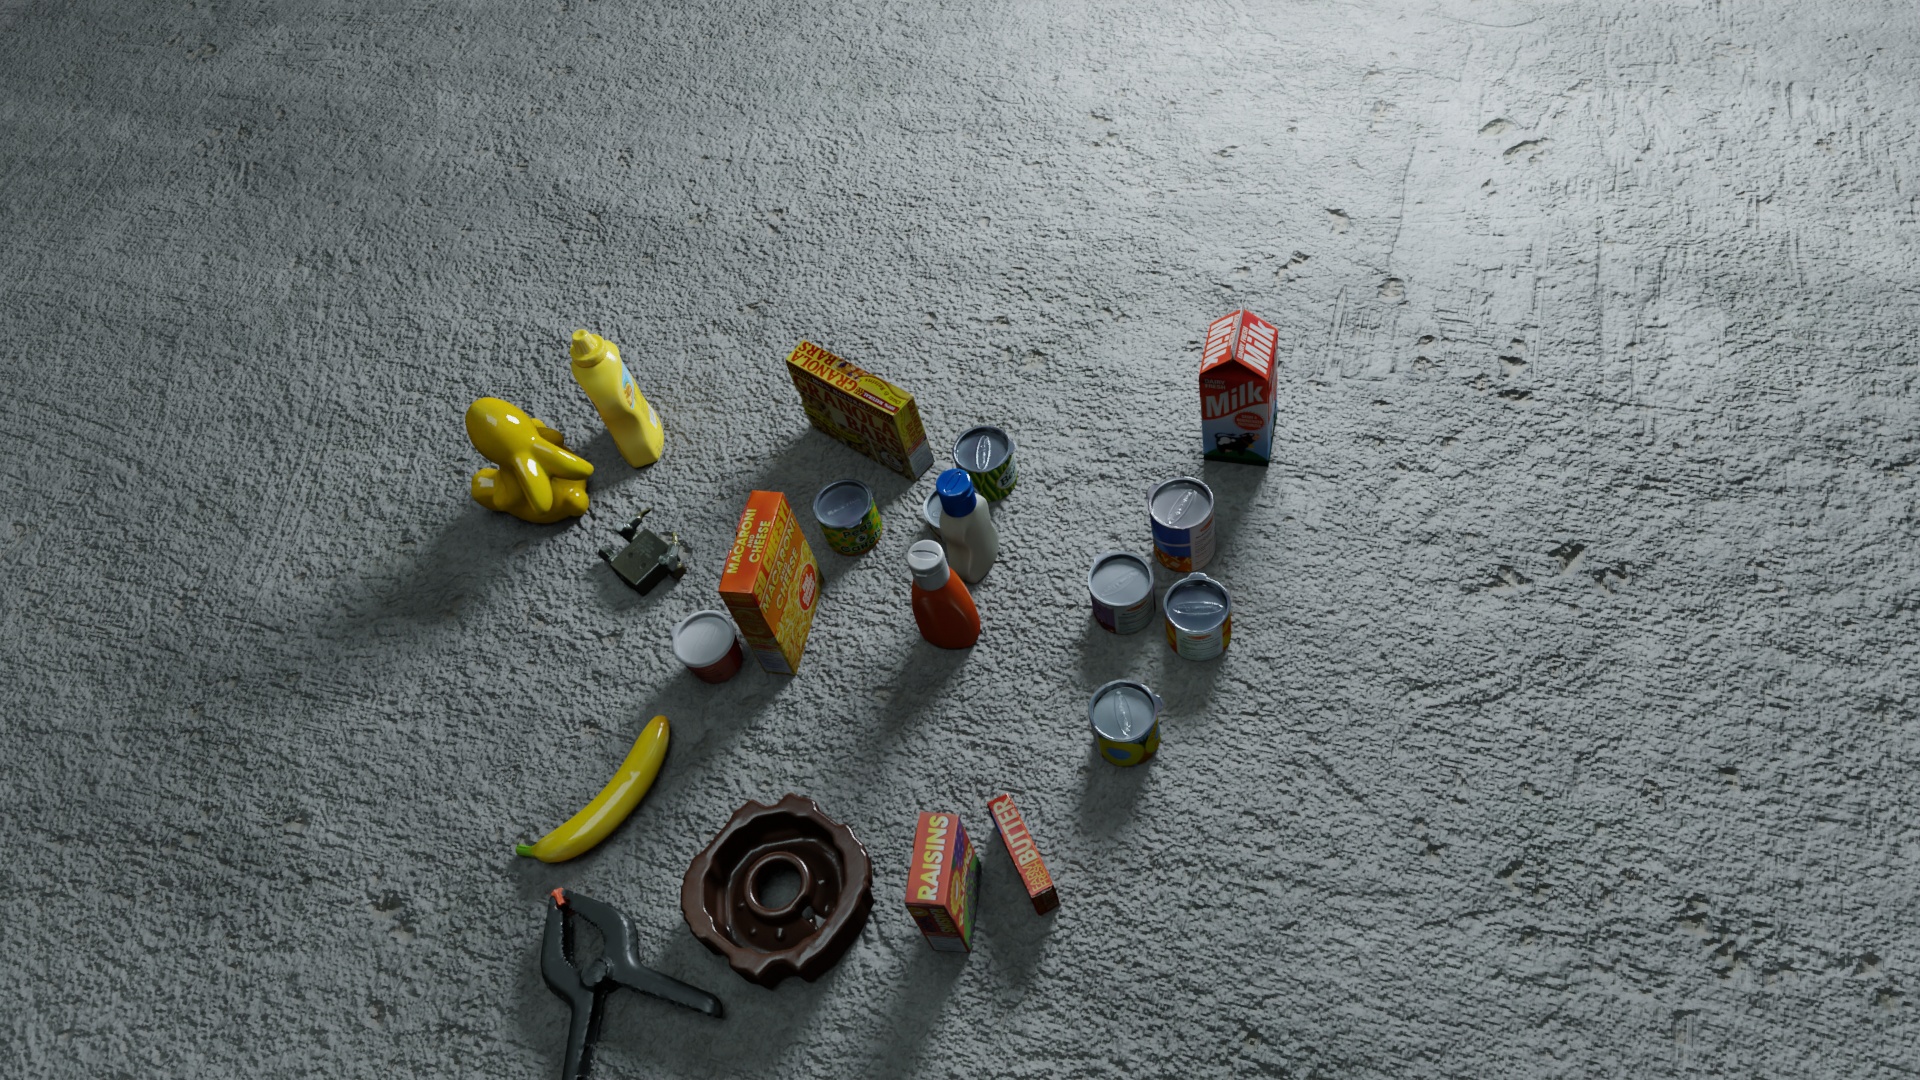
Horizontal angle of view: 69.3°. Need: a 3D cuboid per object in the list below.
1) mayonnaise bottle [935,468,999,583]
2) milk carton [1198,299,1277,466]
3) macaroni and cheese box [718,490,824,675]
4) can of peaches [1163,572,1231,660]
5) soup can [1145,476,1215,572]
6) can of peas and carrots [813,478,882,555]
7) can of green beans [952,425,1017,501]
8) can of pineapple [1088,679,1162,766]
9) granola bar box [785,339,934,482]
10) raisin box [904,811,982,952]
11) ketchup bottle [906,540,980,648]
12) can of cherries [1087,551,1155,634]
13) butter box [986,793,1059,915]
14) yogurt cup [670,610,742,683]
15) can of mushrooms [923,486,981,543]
[{"bbox_3d":[0.005,-0.018,1.451,0.041,0.147,0.065,20,62,24],"label":"mayonnaise bottle"},{"bbox_3d":[0.294,-0.164,1.465,0.073,0.189,0.073,7,58,17],"label":"milk carton"},{"bbox_3d":[-0.194,0.046,1.437,0.040,0.165,0.124,3,57,14],"label":"macaroni and cheese box"},{"bbox_3d":[0.238,0.077,1.390,0.071,0.057,0.071,-6,55,8],"label":"can of peaches"},{"bbox_3d":[0.228,-0.017,1.442,0.071,0.083,0.072,-6,55,8],"label":"soup can"},{"bbox_3d":[-0.123,-0.024,1.537,0.071,0.058,0.071,-6,55,8],"label":"can of peas and carrots"},{"bbox_3d":[0.028,-0.085,1.548,0.071,0.057,0.071,-6,55,8],"label":"can of green beans"},{"bbox_3d":[0.160,0.177,1.337,0.071,0.057,0.071,-6,55,8],"label":"can of pineapple"},{"bbox_3d":[-0.115,-0.146,1.580,0.166,0.123,0.039,29,66,28],"label":"granola bar box"},{"bbox_3d":[-0.014,0.307,1.243,0.040,0.122,0.086,1,56,13],"label":"raisin box"},{"bbox_3d":[-0.022,0.056,1.404,0.065,0.148,0.044,6,58,16],"label":"ketchup bottle"},{"bbox_3d":[0.165,0.052,1.423,0.071,0.058,0.072,-6,55,8],"label":"can of cherries"},{"bbox_3d":[0.058,0.290,1.283,0.024,0.053,0.104,-25,54,-5],"label":"butter box"},{"bbox_3d":[-0.265,0.116,1.472,0.072,0.053,0.073,-6,55,8],"label":"yogurt cup"},{"bbox_3d":[-0.006,-0.032,1.533,0.071,0.033,0.071,-6,55,8],"label":"can of mushrooms"}]
